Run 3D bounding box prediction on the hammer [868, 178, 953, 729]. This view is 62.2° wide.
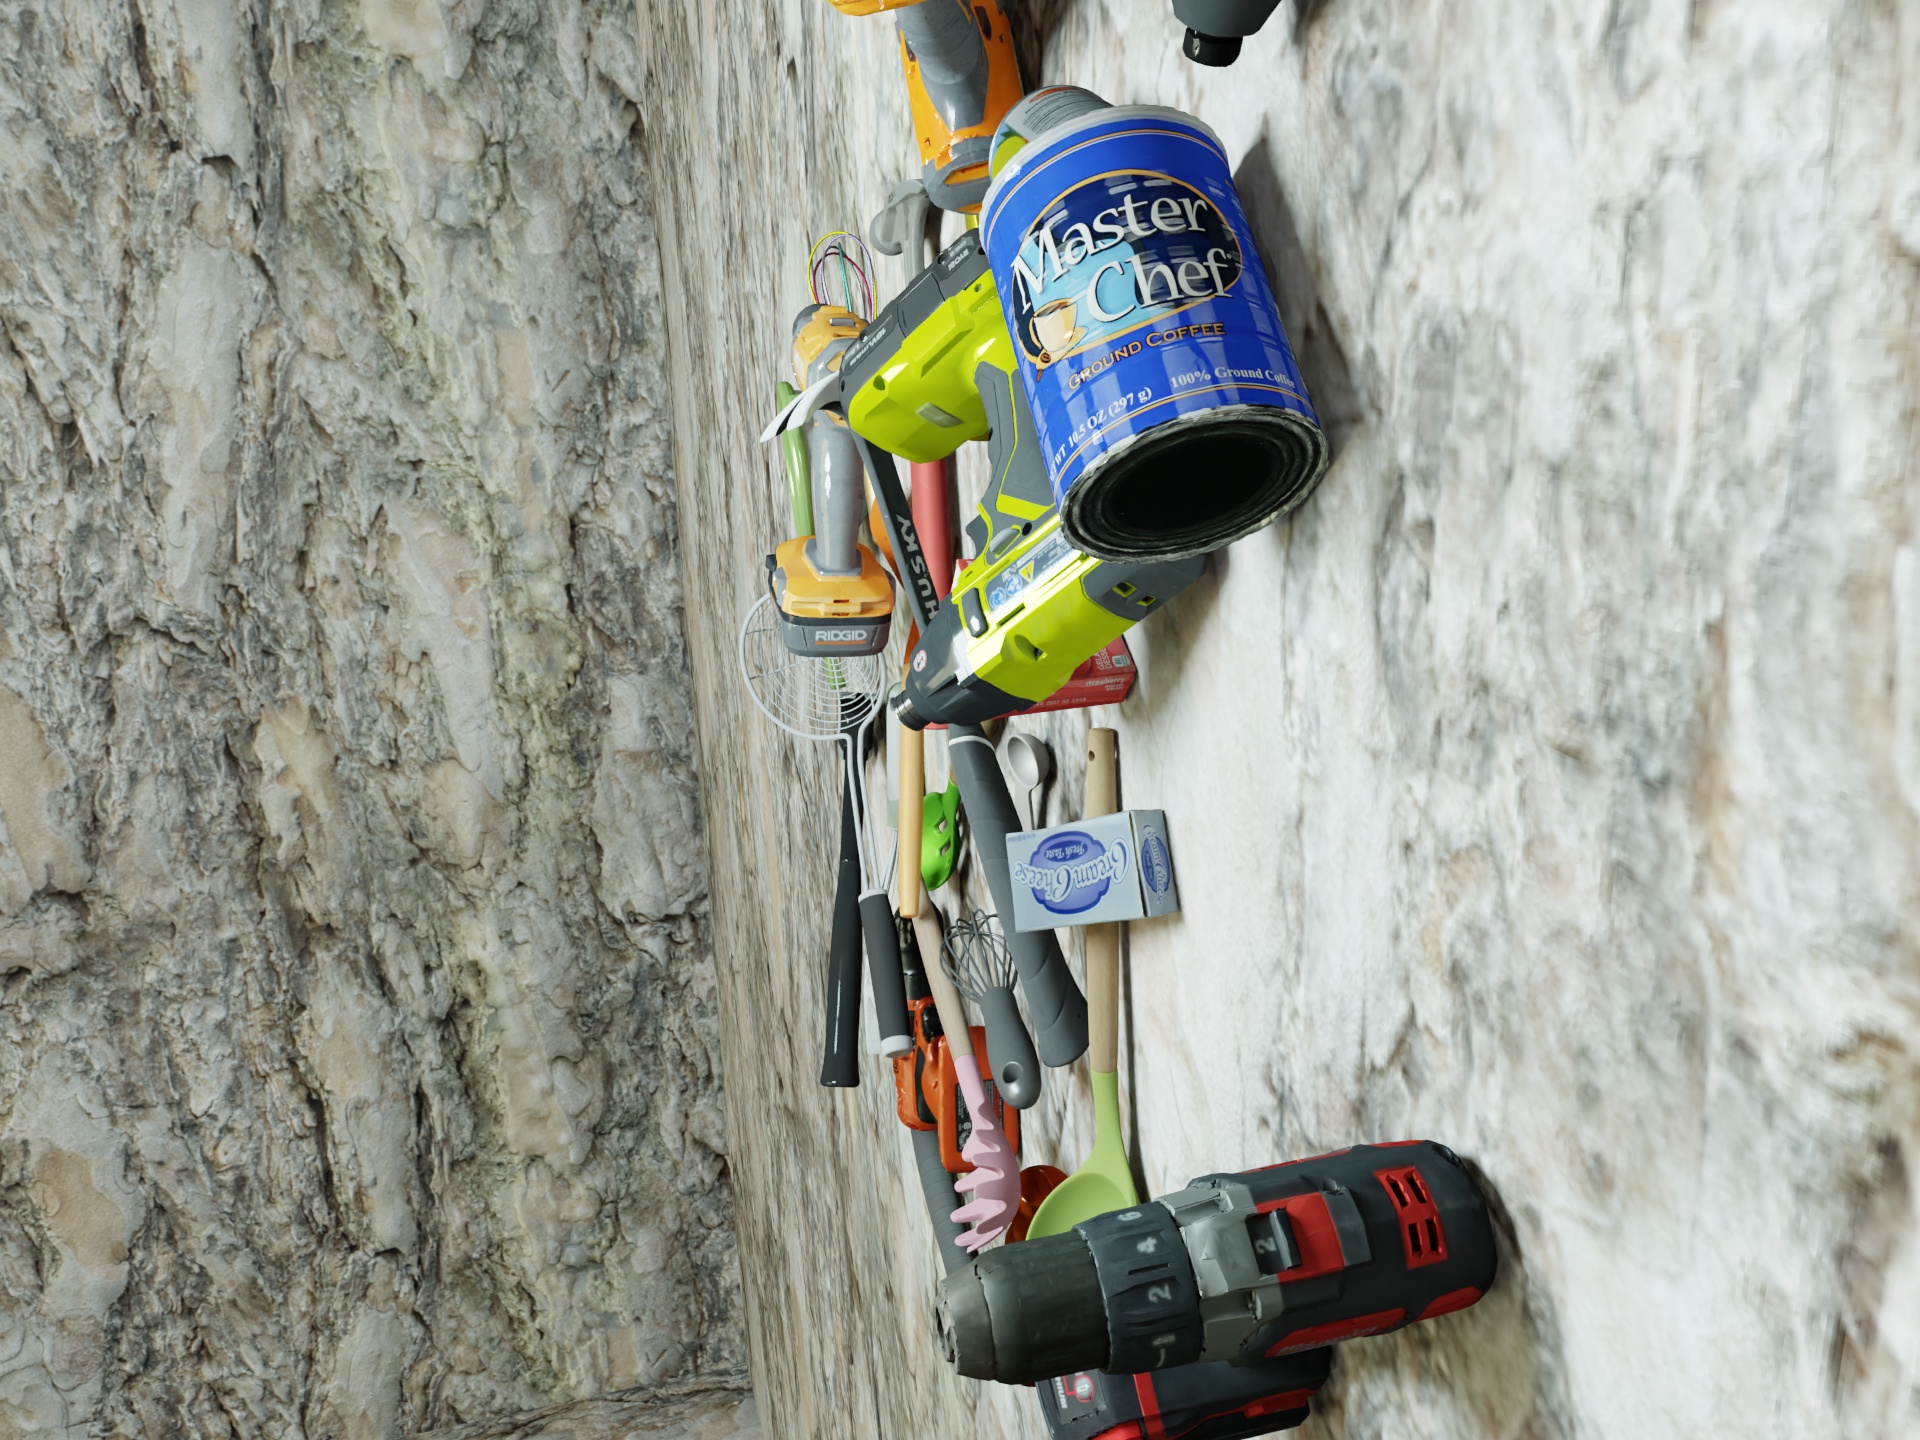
[{"bbox_3d":[-0.019,-0.171,1.064,0.149,0.036,0.359,-154,60,-72],"label":"hammer"}]

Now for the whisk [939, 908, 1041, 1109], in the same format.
[{"bbox_3d":[0.020,0.175,0.979,0.239,0.055,0.055,-112,19,-73],"label":"whisk"}]

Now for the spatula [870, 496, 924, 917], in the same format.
[{"bbox_3d":[-0.044,-0.018,1.152,0.081,0.041,0.323,128,144,-67],"label":"spatula"}]

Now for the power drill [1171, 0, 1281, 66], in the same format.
[{"bbox_3d":[0.074,-0.346,0.583,0.143,0.078,0.220,98,157,-44],"label":"power drill"}]

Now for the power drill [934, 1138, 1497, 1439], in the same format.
[{"bbox_3d":[0.077,0.226,0.600,0.226,0.188,0.080,101,158,-58],"label":"power drill"}]

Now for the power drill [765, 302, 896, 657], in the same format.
[{"bbox_3d":[-0.093,-0.180,1.128,0.186,0.084,0.226,-116,28,-61],"label":"power drill"}]

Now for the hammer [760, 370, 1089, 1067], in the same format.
[{"bbox_3d":[-0.001,-0.003,0.889,0.036,0.149,0.409,-16,93,35],"label":"hammer"}]

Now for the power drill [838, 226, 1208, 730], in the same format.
[{"bbox_3d":[0.014,-0.114,0.773,0.171,0.080,0.223,-37,51,31],"label":"power drill"}]

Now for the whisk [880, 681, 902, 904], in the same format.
[{"bbox_3d":[-0.047,0.092,1.258,0.058,0.059,0.246,8,101,42],"label":"whisk"}]

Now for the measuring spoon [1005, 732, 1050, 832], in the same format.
[{"bbox_3d":[0.045,0.058,0.972,0.034,0.018,0.124,41,145,44],"label":"measuring spoon"}]

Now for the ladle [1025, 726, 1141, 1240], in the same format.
[{"bbox_3d":[0.067,0.163,0.851,0.078,0.062,0.320,12,105,56],"label":"ladle"}]

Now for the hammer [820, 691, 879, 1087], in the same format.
[{"bbox_3d":[-0.090,0.133,1.300,0.146,0.035,0.335,103,170,-65],"label":"hammer"}]

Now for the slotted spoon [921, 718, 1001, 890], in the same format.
[{"bbox_3d":[0.006,0.028,1.074,0.313,0.031,0.070,111,148,-56],"label":"slotted spoon"}]

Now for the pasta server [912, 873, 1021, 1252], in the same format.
[{"bbox_3d":[-0.010,0.204,1.050,0.317,0.040,0.060,-109,27,-47],"label":"pasta server"}]

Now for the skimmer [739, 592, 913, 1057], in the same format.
[{"bbox_3d":[-0.093,0.071,1.192,0.127,0.090,0.364,-27,59,29],"label":"skimmer"}]

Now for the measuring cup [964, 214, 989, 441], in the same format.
[{"bbox_3d":[0.003,-0.245,0.958,0.062,0.029,0.156,180,82,-75],"label":"measuring cup"}]

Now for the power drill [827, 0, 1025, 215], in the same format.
[{"bbox_3d":[-0.019,-0.374,0.781,0.226,0.084,0.164,41,-142,-74],"label":"power drill"}]

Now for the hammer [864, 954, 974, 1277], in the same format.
[{"bbox_3d":[-0.032,0.337,1.326,0.128,0.033,0.331,102,157,-47],"label":"hammer"}]

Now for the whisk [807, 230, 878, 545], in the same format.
[{"bbox_3d":[-0.080,-0.258,1.241,0.051,0.047,0.245,-179,80,-74],"label":"whisk"}]

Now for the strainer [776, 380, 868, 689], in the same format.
[{"bbox_3d":[-0.098,-0.153,1.307,0.151,0.069,0.256,-123,24,-74],"label":"strainer"}]
